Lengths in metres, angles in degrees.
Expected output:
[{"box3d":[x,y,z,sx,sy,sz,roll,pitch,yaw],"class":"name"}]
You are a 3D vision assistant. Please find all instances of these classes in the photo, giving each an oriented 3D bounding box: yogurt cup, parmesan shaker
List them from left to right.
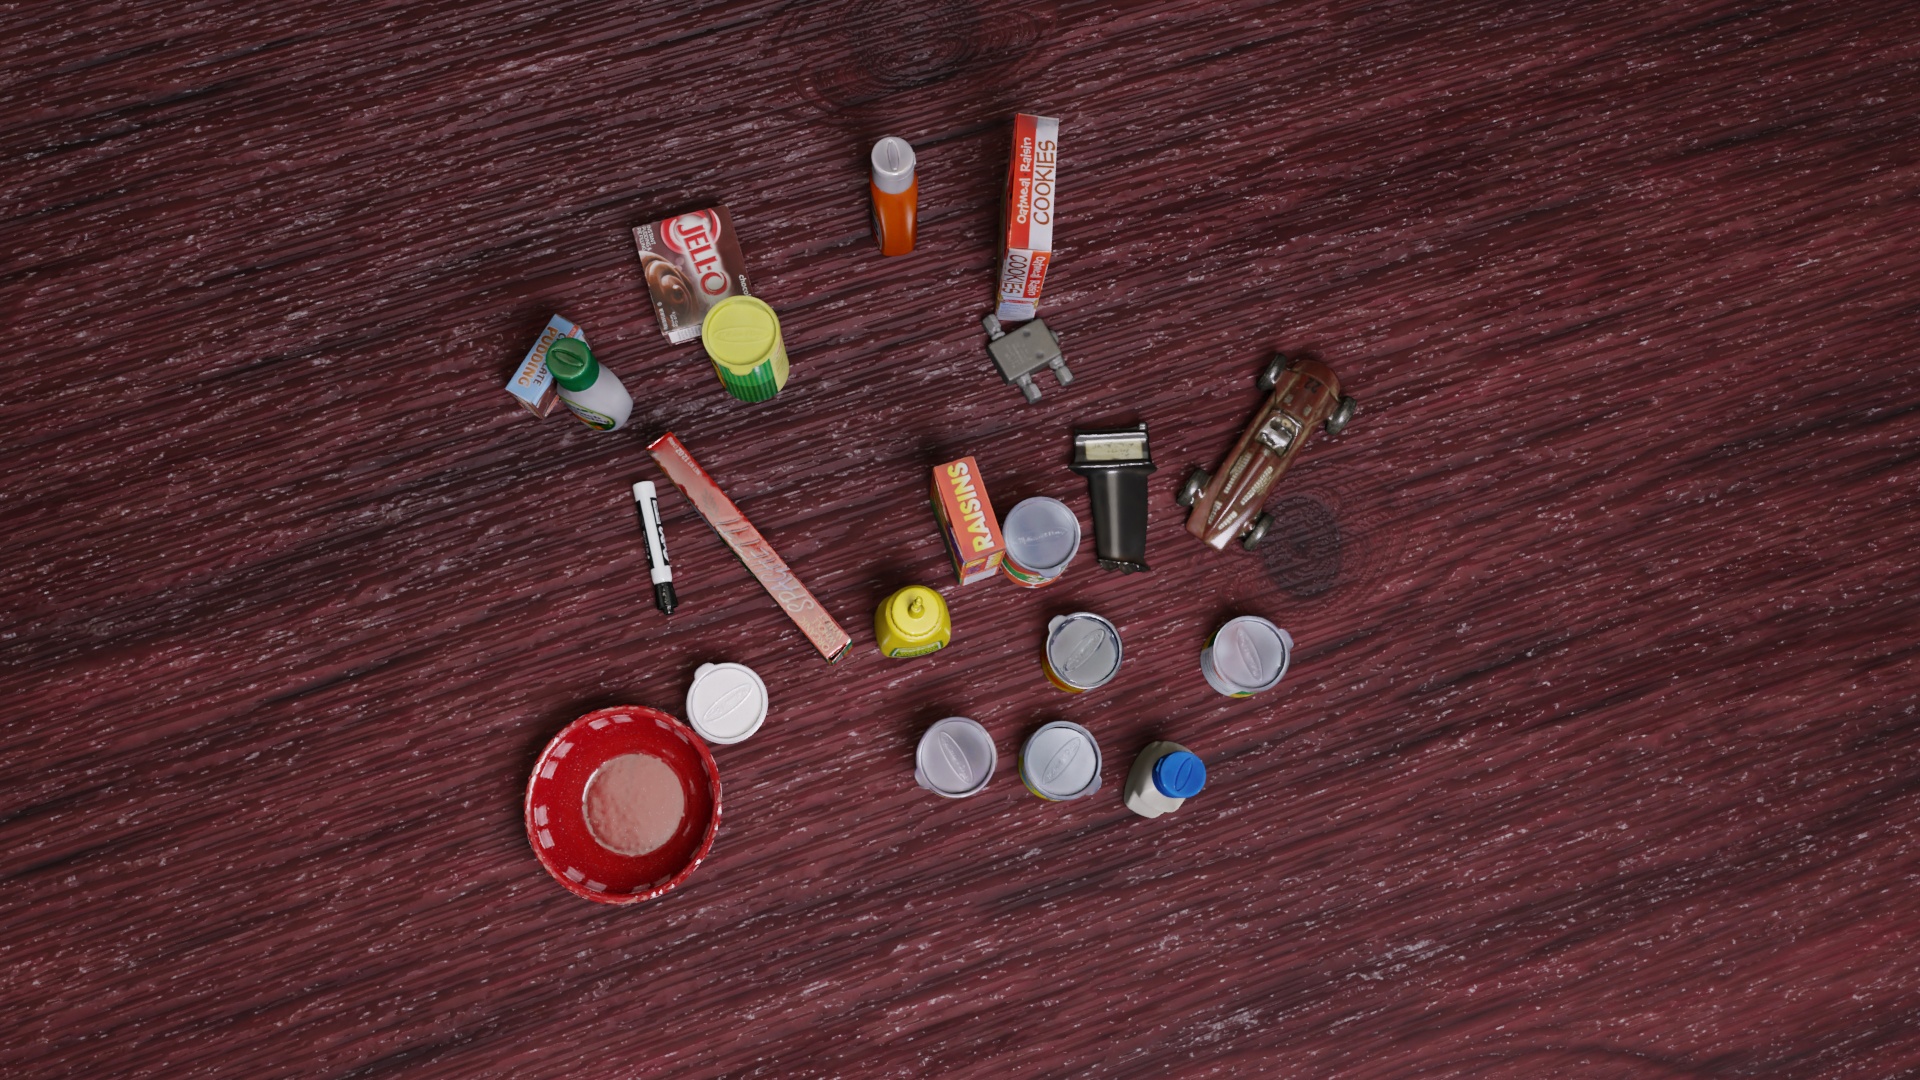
[{"box3d":[-0.197,0.141,1.188,0.072,0.054,0.072,1,78,-3],"class":"yogurt cup"},{"box3d":[-0.189,-0.164,1.228,0.071,0.103,0.071,1,79,-3],"class":"parmesan shaker"}]

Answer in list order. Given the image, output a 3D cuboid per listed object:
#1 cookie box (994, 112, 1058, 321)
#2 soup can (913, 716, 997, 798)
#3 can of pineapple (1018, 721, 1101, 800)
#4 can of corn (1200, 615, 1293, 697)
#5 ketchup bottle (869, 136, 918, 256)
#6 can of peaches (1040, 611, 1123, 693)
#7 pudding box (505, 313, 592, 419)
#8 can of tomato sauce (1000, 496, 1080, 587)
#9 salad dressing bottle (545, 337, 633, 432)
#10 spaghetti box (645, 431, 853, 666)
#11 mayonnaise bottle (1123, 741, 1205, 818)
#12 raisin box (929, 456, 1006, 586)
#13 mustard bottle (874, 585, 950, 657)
[{"box3d":[0.056,-0.282,1.232,0.040,0.167,0.123,4,78,-2],"class":"cookie box"},{"box3d":[-0.008,0.186,1.173,0.071,0.083,0.071,1,78,-3],"class":"soup can"},{"box3d":[0.085,0.191,1.189,0.071,0.057,0.071,1,78,-3],"class":"can of pineapple"},{"box3d":[0.250,0.102,1.216,0.071,0.058,0.071,1,78,-3],"class":"can of corn"},{"box3d":[-0.060,-0.310,1.242,0.043,0.148,0.065,-9,79,-4],"class":"ketchup bottle"},{"box3d":[0.103,0.097,1.210,0.071,0.058,0.071,1,78,-3],"class":"can of peaches"},{"box3d":[-0.368,-0.155,1.244,0.030,0.049,0.084,29,78,3],"class":"pudding box"},{"box3d":[0.068,0.005,1.215,0.071,0.083,0.071,1,78,-3],"class":"can of tomato sauce"},{"box3d":[-0.321,-0.134,1.192,0.064,0.147,0.044,24,79,2],"class":"salad dressing bottle"},{"box3d":[-0.184,0.009,1.219,0.029,0.050,0.250,-41,83,-10],"class":"spaghetti box"},{"box3d":[0.169,0.196,1.147,0.041,0.148,0.065,25,79,2],"class":"mayonnaise bottle"},{"box3d":[0.004,-0.015,1.196,0.040,0.123,0.086,-18,80,-6],"class":"raisin box"},{"box3d":[-0.039,0.066,1.157,0.065,0.160,0.049,-10,79,-5],"class":"mustard bottle"}]
